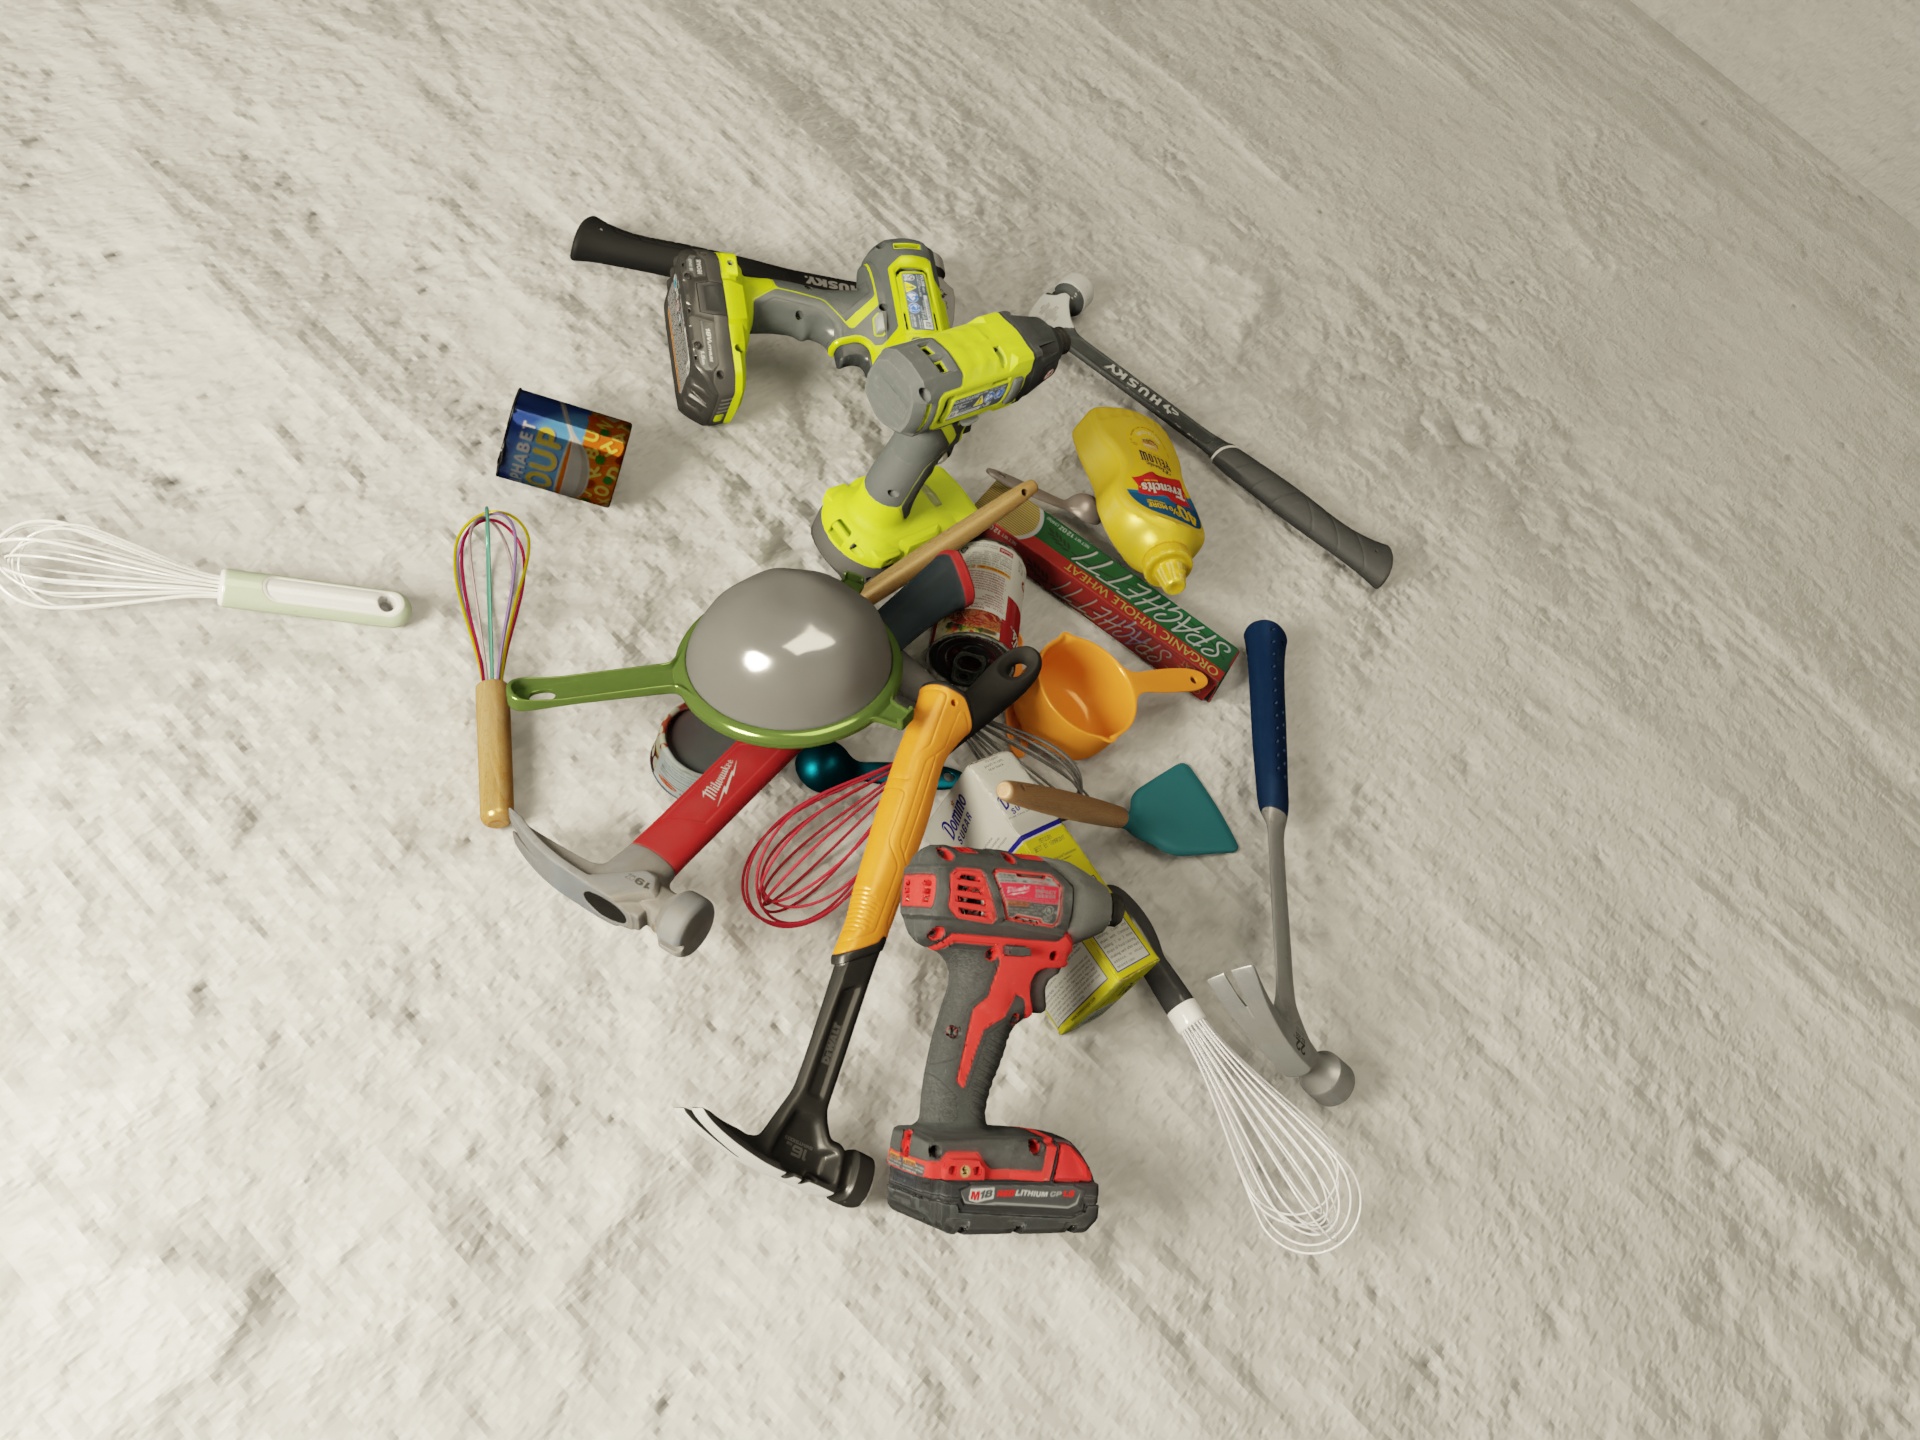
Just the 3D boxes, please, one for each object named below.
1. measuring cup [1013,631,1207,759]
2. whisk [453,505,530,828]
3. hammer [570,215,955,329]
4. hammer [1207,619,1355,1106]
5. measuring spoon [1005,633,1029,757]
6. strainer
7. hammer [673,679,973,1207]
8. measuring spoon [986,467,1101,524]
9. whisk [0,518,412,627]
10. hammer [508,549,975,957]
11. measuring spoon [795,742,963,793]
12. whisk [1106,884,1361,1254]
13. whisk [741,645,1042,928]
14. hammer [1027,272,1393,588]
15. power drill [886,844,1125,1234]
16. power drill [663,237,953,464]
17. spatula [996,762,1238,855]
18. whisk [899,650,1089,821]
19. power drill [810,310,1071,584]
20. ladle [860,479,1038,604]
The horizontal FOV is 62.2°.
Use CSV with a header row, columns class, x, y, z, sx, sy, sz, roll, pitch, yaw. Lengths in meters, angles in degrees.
class,x,y,z,sx,sy,sz,roll,pitch,yaw
measuring cup,0.116,-0.016,1.225,0.173,0.052,0.095,-5,64,-38
whisk,-0.307,-0.042,1.054,0.047,0.051,0.245,6,58,-28
hammer,-0.163,-0.373,1.360,0.334,0.035,0.146,7,54,-20
hammer,0.234,0.077,1.194,0.144,0.035,0.406,42,37,-34
measuring spoon,0.040,-0.021,1.219,0.021,0.011,0.117,17,54,-28
strainer,-0.161,-0.049,1.018,0.256,0.069,0.152,-8,46,-15
hammer,-0.063,0.118,0.988,0.127,0.034,0.337,34,59,-27
measuring spoon,0.073,-0.193,1.325,0.124,0.018,0.034,16,31,-35
whisk,-0.475,-0.086,1.006,0.246,0.059,0.058,7,66,-26
hammer,-0.120,-0.008,1.057,0.143,0.038,0.386,27,49,19
measuring spoon,-0.053,0.033,1.128,0.128,0.021,0.042,5,55,-20
whisk,0.170,0.228,1.075,0.070,0.070,0.285,-16,59,-32
whisk,-0.038,0.036,1.085,0.073,0.073,0.296,42,59,8
hammer,0.224,-0.253,1.452,0.409,0.036,0.149,37,51,4
power drill,0.030,0.189,0.956,0.143,0.078,0.220,8,81,-27
power drill,-0.112,-0.295,1.280,0.228,0.080,0.191,-4,73,-21
spatula,0.107,0.057,1.102,0.317,0.044,0.082,15,42,-61
whisk,-0.001,-0.005,1.167,0.239,0.055,0.055,38,50,10
power drill,-0.015,-0.204,1.183,0.171,0.223,0.080,-26,71,-36
ladle,-0.060,-0.098,1.169,0.315,0.031,0.069,-36,105,-23
